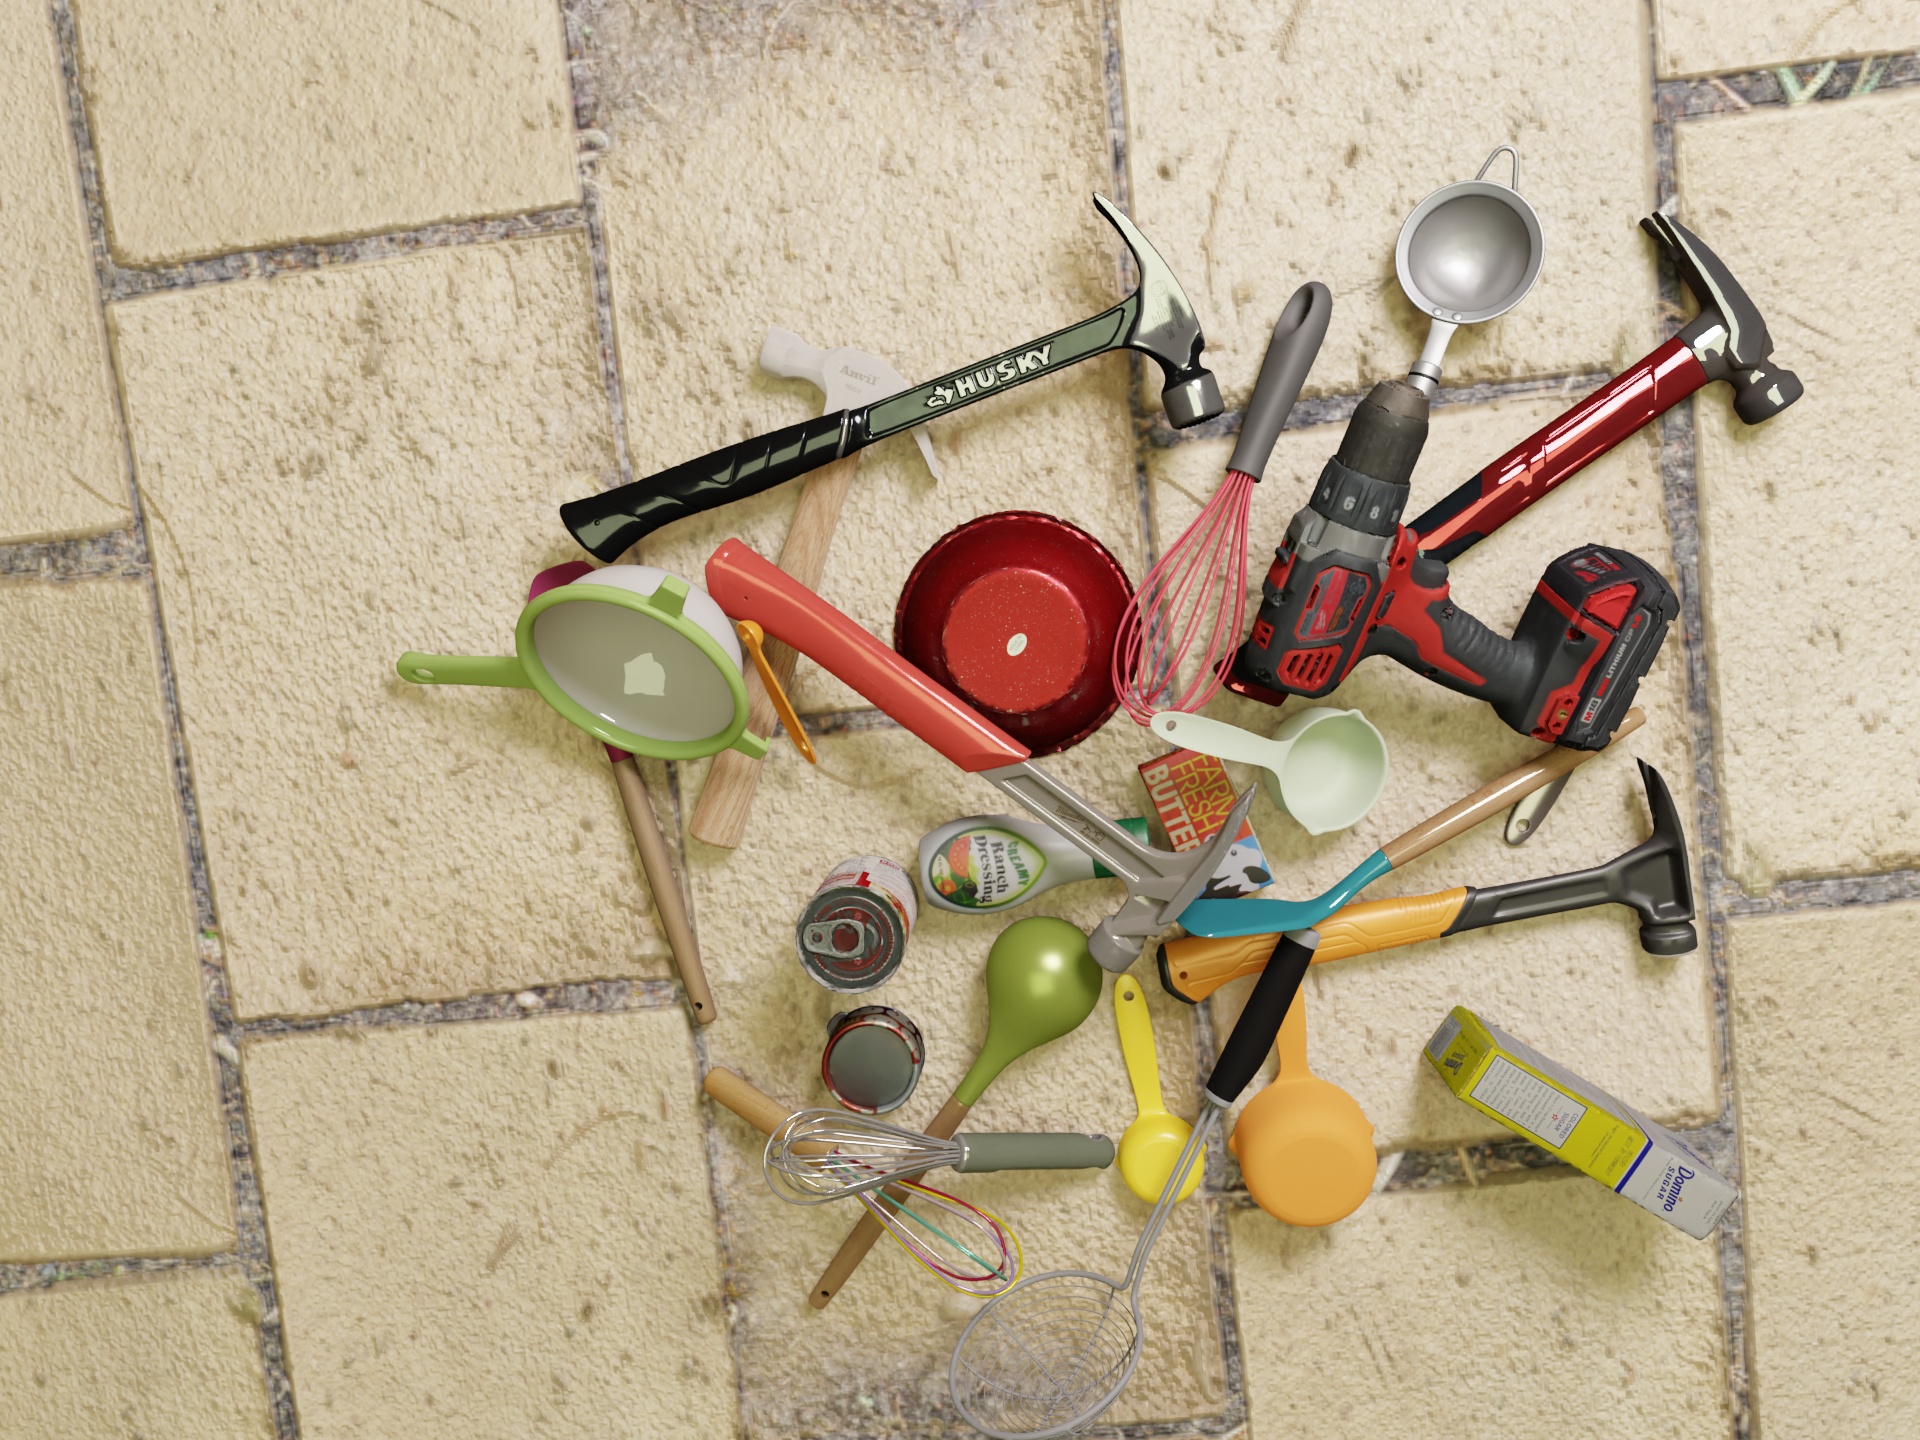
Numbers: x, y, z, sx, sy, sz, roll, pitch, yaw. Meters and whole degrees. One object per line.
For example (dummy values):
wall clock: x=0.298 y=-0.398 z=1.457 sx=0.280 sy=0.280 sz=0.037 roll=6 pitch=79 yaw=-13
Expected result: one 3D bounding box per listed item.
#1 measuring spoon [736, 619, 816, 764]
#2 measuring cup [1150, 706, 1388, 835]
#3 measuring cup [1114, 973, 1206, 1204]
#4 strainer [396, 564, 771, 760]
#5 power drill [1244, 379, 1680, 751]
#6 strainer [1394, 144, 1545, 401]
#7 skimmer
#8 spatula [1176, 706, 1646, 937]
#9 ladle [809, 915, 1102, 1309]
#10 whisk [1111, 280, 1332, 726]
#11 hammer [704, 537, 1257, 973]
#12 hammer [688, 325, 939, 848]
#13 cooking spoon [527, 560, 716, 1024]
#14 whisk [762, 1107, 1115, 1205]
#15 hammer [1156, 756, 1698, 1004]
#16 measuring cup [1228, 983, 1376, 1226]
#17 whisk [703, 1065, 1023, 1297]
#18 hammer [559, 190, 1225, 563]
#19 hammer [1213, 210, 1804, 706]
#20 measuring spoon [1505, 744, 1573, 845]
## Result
measuring spoon: x=-0.111 y=-0.017 z=0.992 sx=0.011 sy=0.021 sz=0.116 roll=-41 pitch=130 yaw=-23
measuring cup: x=0.186 y=0.017 z=0.987 sx=0.167 sy=0.038 sz=0.083 roll=15 pitch=97 yaw=-18
measuring cup: x=0.123 y=0.244 z=1.043 sx=0.062 sy=0.029 sz=0.156 roll=-11 pitch=98 yaw=5
strainer: x=-0.241 y=-0.048 z=1.006 sx=0.256 sy=0.069 sz=0.151 roll=2 pitch=139 yaw=23
power drill: x=0.296 y=-0.086 z=0.931 sx=0.226 sy=0.080 sz=0.187 roll=13 pitch=113 yaw=-11
strainer: x=0.284 y=-0.218 z=0.966 sx=0.087 sy=0.050 sz=0.258 roll=22 pitch=91 yaw=16
skimmer: x=0.112 y=0.281 z=0.988 sx=0.090 sy=0.127 sz=0.363 roll=24 pitch=95 yaw=-26
spatula: x=0.281 y=0.064 z=0.982 sx=0.317 sy=0.082 sz=0.044 roll=-29 pitch=99 yaw=-2
ladle: x=-0.012 y=0.265 z=1.056 sx=0.078 sy=0.062 sz=0.320 roll=32 pitch=104 yaw=-5
whisk: x=0.168 y=-0.133 z=0.982 sx=0.073 sy=0.073 sz=0.296 roll=22 pitch=89 yaw=1
hammer: x=-0.002 y=-0.003 z=0.969 sx=0.359 sy=0.037 sz=0.149 roll=37 pitch=116 yaw=5
hammer: x=-0.108 y=-0.075 z=1.025 sx=0.130 sy=0.031 sz=0.331 roll=19 pitch=97 yaw=2
cooking spoon: x=-0.216 y=0.050 z=1.052 sx=0.069 sy=0.017 sz=0.319 roll=-17 pitch=94 yaw=7
whisk: x=-0.009 y=0.274 z=1.004 sx=0.246 sy=0.058 sz=0.059 roll=7 pitch=87 yaw=-26
hammer: x=0.290 y=0.119 z=1.014 sx=0.337 sy=0.034 sz=0.127 roll=-13 pitch=102 yaw=6
measuring cup: x=0.217 y=0.242 z=1.012 sx=0.095 sy=0.052 sz=0.173 roll=-7 pitch=108 yaw=5
whisk: x=-0.065 y=0.294 z=1.034 sx=0.245 sy=0.051 sz=0.047 roll=29 pitch=85 yaw=18
hammer: x=-0.055 y=-0.188 z=0.974 sx=0.409 sy=0.036 sz=0.149 roll=-19 pitch=94 yaw=7
hammer: x=0.314 y=-0.146 z=0.986 sx=0.386 sy=0.038 sz=0.143 roll=-35 pitch=92 yaw=7
measuring spoon: x=0.384 y=0.027 z=1.009 sx=0.034 sy=0.018 sz=0.124 roll=30 pitch=98 yaw=0
